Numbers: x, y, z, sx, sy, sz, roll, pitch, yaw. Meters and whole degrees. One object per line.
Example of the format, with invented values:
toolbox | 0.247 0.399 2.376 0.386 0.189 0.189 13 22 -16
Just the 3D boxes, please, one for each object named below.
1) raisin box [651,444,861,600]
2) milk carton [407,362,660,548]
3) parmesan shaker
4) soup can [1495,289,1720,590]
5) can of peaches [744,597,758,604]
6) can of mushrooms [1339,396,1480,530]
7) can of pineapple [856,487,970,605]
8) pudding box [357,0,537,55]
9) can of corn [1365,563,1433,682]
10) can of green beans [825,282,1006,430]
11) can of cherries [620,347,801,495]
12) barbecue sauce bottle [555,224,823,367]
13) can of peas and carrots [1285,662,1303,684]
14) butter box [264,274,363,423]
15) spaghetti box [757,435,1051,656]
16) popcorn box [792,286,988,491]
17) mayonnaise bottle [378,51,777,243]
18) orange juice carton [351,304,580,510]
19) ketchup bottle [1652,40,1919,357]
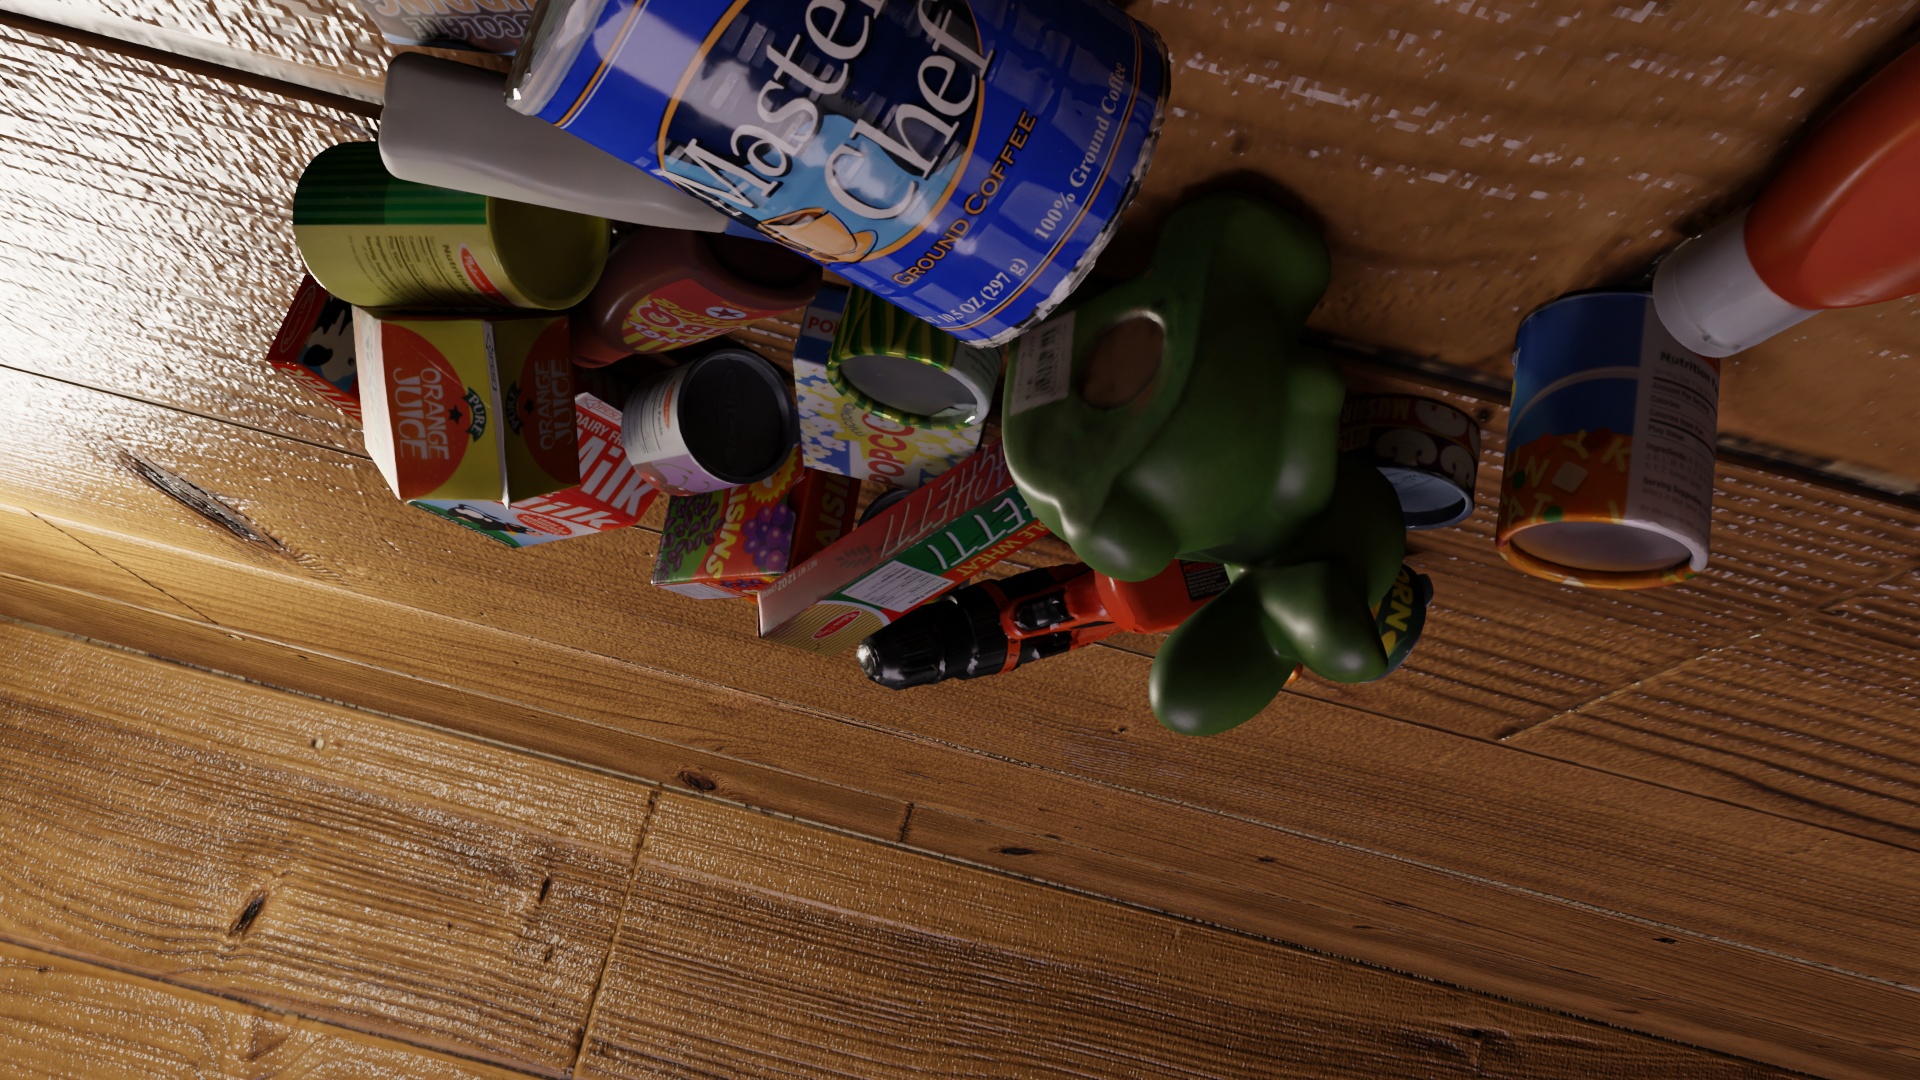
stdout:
raisin box | -0.112 -0.014 0.762 0.123 0.086 0.040 -5 158 42
milk carton | -0.223 -0.049 0.764 0.190 0.073 0.072 -7 151 46
parmesan shaker | -0.200 -0.127 0.542 0.103 0.071 0.071 6 159 25
soup can | 0.220 -0.032 0.477 0.071 0.084 0.071 13 161 5
can of peaches | -0.118 0.009 0.863 0.058 0.071 0.071 30 156 -36
can of mushrooms | 0.181 -0.033 0.583 0.071 0.033 0.071 13 162 4
can of pineapple | -0.028 0.008 0.796 0.071 0.071 0.057 13 161 4
pudding box | -0.145 -0.174 0.421 0.084 0.030 0.049 10 161 12
can of corn | 0.193 0.030 0.705 0.058 0.071 0.071 24 159 -25
can of green beans | -0.014 -0.083 0.543 0.071 0.058 0.071 13 161 5
can of cherries | -0.122 -0.056 0.684 0.071 0.072 0.058 29 156 -35
barbecue sauce bottle | -0.123 -0.104 0.580 0.065 0.044 0.148 9 169 -40
can of peas and carrots | 0.161 0.042 0.770 0.071 0.059 0.070 12 161 4
butter box | -0.313 -0.092 0.739 0.024 0.053 0.103 7 160 25
spaghetti box | 0.002 -0.008 0.645 0.249 0.029 0.050 -31 145 34
popcorn box | -0.030 -0.063 0.639 0.085 0.038 0.126 14 161 1
mayonnaise bottle | -0.114 -0.130 0.472 0.148 0.041 0.065 7 -171 -17
orange juice carton | -0.211 -0.063 0.592 0.073 0.071 0.193 -7 -166 -26
ketchup bottle | 0.245 -0.091 0.356 0.065 0.044 0.148 19 161 -9
